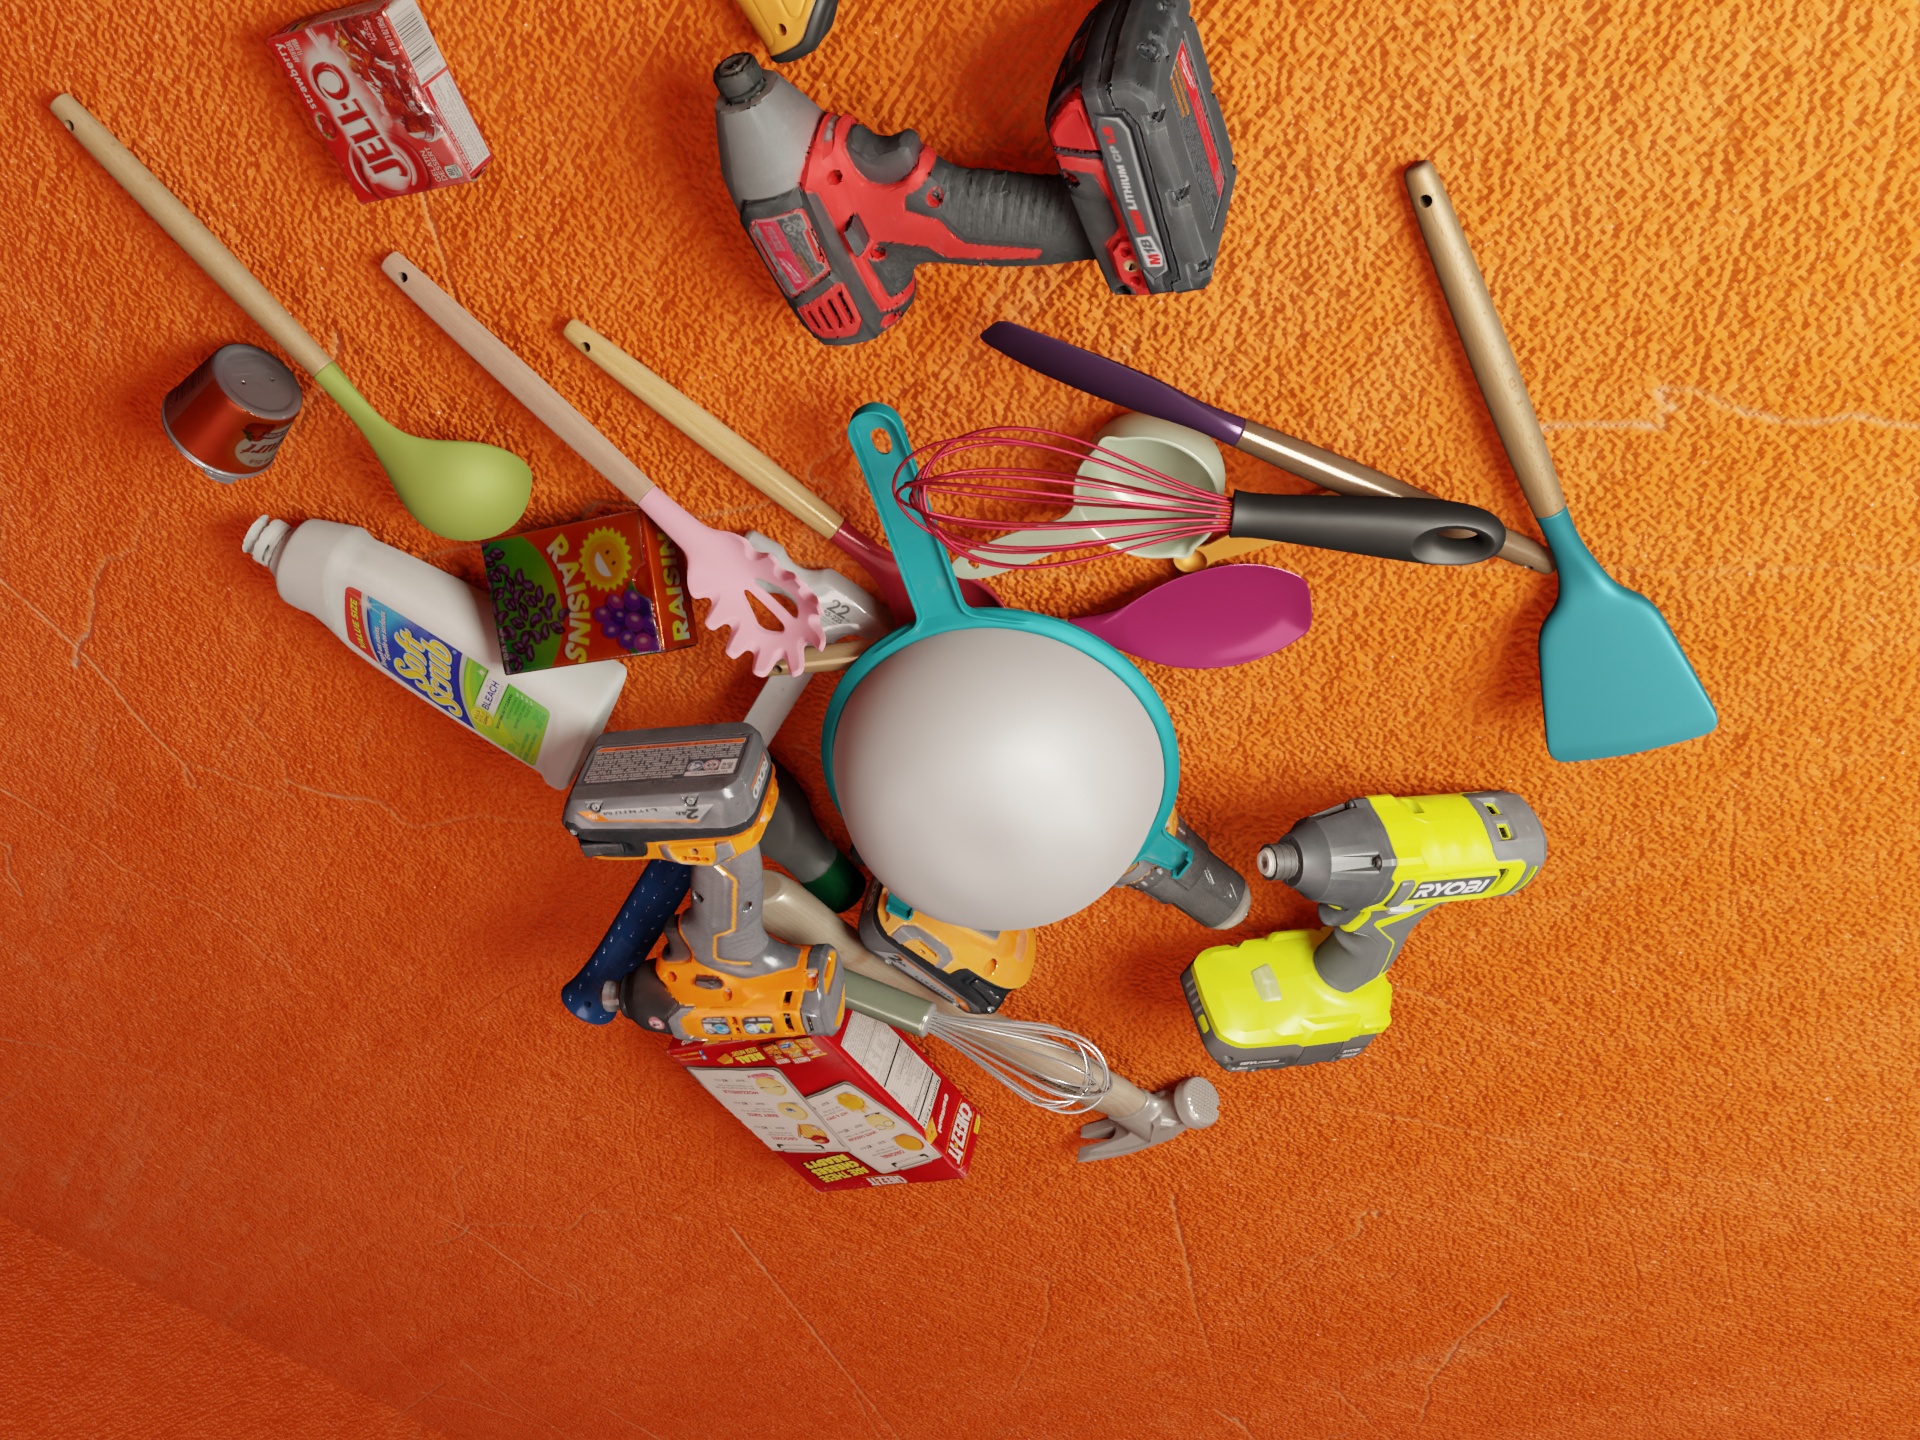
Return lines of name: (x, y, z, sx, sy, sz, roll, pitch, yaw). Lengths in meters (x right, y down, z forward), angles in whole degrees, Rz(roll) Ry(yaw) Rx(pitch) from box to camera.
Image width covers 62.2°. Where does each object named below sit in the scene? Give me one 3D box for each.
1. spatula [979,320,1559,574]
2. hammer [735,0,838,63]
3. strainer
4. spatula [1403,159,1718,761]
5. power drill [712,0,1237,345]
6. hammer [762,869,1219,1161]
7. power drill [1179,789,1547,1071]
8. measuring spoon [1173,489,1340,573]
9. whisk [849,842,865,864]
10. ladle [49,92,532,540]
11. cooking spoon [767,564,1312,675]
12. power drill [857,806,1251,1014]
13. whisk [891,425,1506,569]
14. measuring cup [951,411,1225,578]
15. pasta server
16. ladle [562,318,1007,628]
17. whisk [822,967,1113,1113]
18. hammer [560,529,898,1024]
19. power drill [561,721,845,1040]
spatula: (0.156, -0.130, 0.773, 0.315, 0.018, 0.060, 19, 177, -13)
hammer: (-0.159, -0.414, 0.627, 0.127, 0.034, 0.336, -15, 127, 31)
strainer: (-0.001, -0.003, 0.866, 0.211, 0.095, 0.340, -11, 123, 15)
spatula: (0.271, -0.115, 0.749, 0.082, 0.044, 0.317, -15, 122, 32)
power drill: (-0.001, -0.244, 0.701, 0.220, 0.079, 0.143, -1, 143, 26)
hammer: (-0.002, 0.224, 1.181, 0.410, 0.038, 0.146, 33, 137, -23)
power drill: (0.226, 0.125, 0.962, 0.171, 0.080, 0.223, -3, 142, -20)
measuring spoon: (0.165, -0.104, 0.839, 0.117, 0.011, 0.021, -20, 130, 31)
whisk: (-0.021, 0.038, 1.030, 0.055, 0.055, 0.239, 30, 141, -10)
ladle: (-0.374, -0.226, 0.904, 0.078, 0.062, 0.320, -27, 113, 40)
cooking spoon: (0.036, -0.048, 0.901, 0.319, 0.017, 0.068, -6, 129, 11)
power drill: (0.061, 0.112, 1.050, 0.185, 0.084, 0.226, 35, 131, -17)
whisk: (0.112, -0.102, 0.772, 0.296, 0.073, 0.073, 6, 136, 7)
measuring cup: (0.064, -0.113, 0.847, 0.167, 0.038, 0.083, -18, 125, 36)
pasta server: (-0.197, -0.144, 0.885, 0.316, 0.040, 0.060, 43, 103, -10)
ladle: (-0.092, -0.123, 0.903, 0.315, 0.031, 0.069, 37, 121, -14)
whisk: (-0.014, 0.205, 1.075, 0.246, 0.059, 0.057, 19, 110, 13)
hammer: (-0.162, 0.065, 1.043, 0.144, 0.035, 0.405, 28, 121, -11)
power drill: (-0.174, 0.115, 1.010, 0.164, 0.084, 0.226, -4, 125, 11)
